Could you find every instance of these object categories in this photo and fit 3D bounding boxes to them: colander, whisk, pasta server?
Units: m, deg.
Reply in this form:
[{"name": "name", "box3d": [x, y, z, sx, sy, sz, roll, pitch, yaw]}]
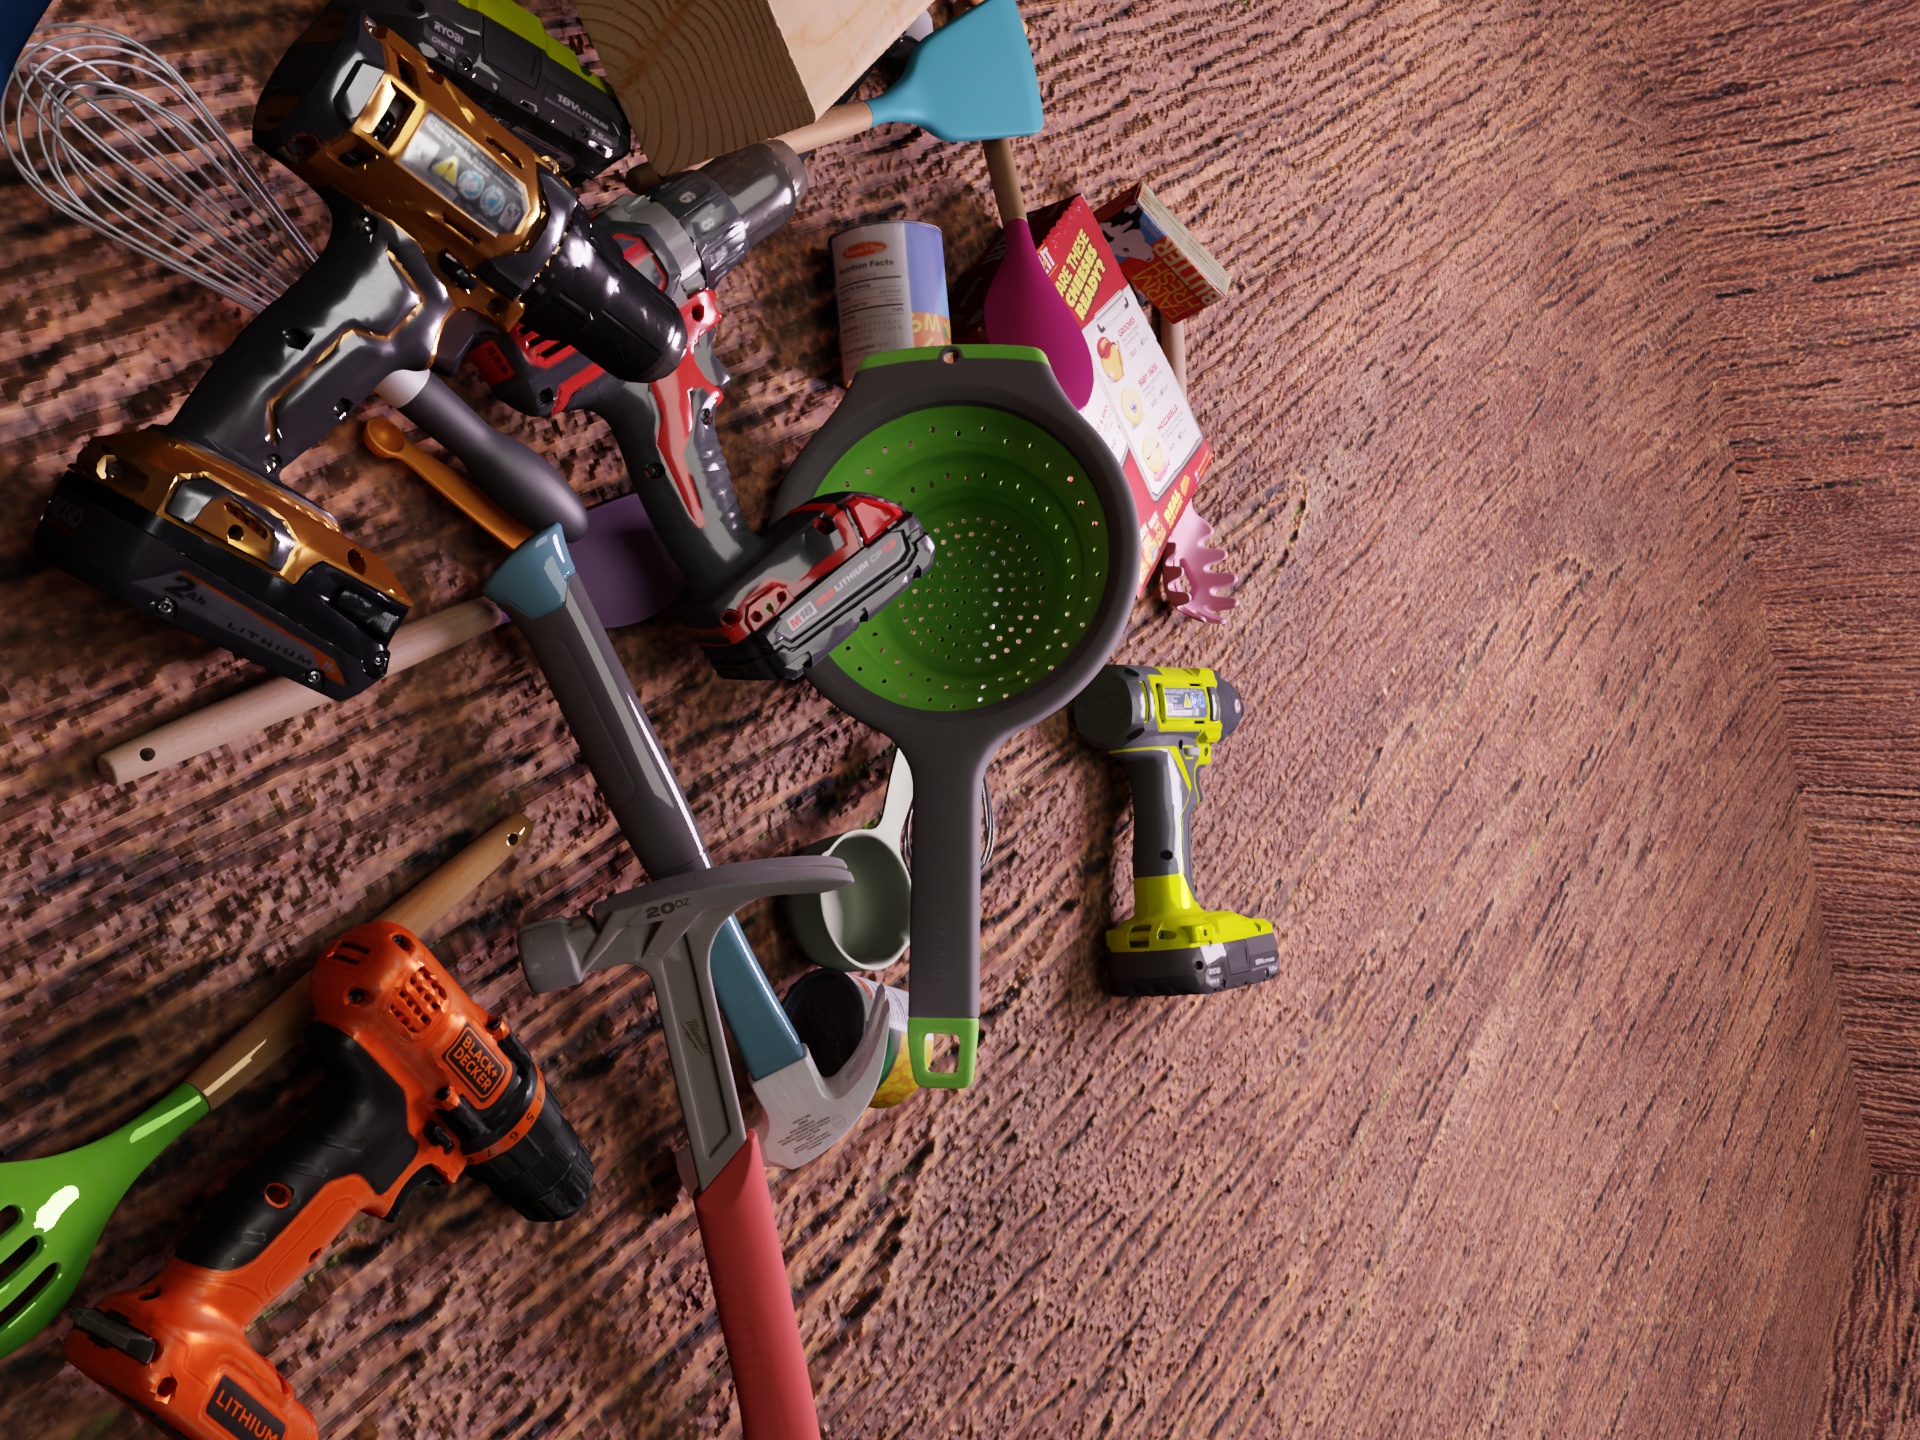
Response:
[{"name": "colander", "box3d": [-0.001, -0.003, 0.877, 0.094, 0.204, 0.397, 47, 44, -78]}, {"name": "whisk", "box3d": [0.004, -0.002, 0.958, 0.055, 0.055, 0.239, 33, 57, -43]}, {"name": "pasta server", "box3d": [0.167, -0.226, 1.186, 0.060, 0.040, 0.316, 3, 82, -39]}, {"name": "whisk", "box3d": [-0.255, -0.163, 0.650, 0.284, 0.070, 0.070, 43, 55, -39]}]

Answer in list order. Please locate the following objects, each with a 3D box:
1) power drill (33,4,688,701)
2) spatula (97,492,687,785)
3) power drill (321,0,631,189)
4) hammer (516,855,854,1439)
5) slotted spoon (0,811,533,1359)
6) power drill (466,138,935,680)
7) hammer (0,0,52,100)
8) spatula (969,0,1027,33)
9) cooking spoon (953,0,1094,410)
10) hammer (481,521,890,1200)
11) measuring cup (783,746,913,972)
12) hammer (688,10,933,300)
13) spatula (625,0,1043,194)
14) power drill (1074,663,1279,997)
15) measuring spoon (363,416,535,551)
[{"name": "power drill", "box3d": [-0.217, -0.123, 0.615, 0.185, 0.084, 0.226, 34, 80, -45]}, {"name": "spatula", "box3d": [-0.227, -0.038, 0.705, 0.316, 0.018, 0.059, -33, 106, -48]}, {"name": "power drill", "box3d": [-0.202, -0.363, 0.731, 0.190, 0.080, 0.229, 16, 71, -48]}, {"name": "hammer", "box3d": [-0.096, 0.241, 0.758, 0.149, 0.037, 0.359, -13, 107, -11]}, {"name": "slotted spoon", "box3d": [-0.277, 0.127, 0.619, 0.314, 0.031, 0.070, -46, 125, -44]}, {"name": "power drill", "box3d": [-0.106, -0.151, 0.769, 0.188, 0.080, 0.226, -42, 111, -22]}, {"name": "hammer", "box3d": [-0.290, -0.389, 0.601, 0.144, 0.035, 0.406, 20, 66, -7]}, {"name": "spatula", "box3d": [-0.061, -0.508, 0.934, 0.322, 0.041, 0.081, 28, 64, -41]}, {"name": "cooking spoon", "box3d": [0.029, -0.322, 0.972, 0.068, 0.017, 0.319, 1, 64, -26]}, {"name": "hammer", "box3d": [-0.134, 0.067, 0.745, 0.128, 0.033, 0.331, -24, 106, -5]}, {"name": "measuring cup", "box3d": [-0.054, 0.065, 0.892, 0.083, 0.038, 0.168, 45, 44, -34]}, {"name": "hammer", "box3d": [-0.103, -0.317, 0.875, 0.146, 0.035, 0.335, 51, 50, -34]}, {"name": "spatula", "box3d": [-0.061, -0.329, 0.866, 0.317, 0.044, 0.082, -39, 121, -44]}, {"name": "power drill", "box3d": [0.157, 0.074, 1.111, 0.171, 0.080, 0.223, 1, 82, -50]}, {"name": "measuring spoon", "box3d": [-0.220, -0.095, 0.716, 0.116, 0.011, 0.021, 40, 33, -33]}]
